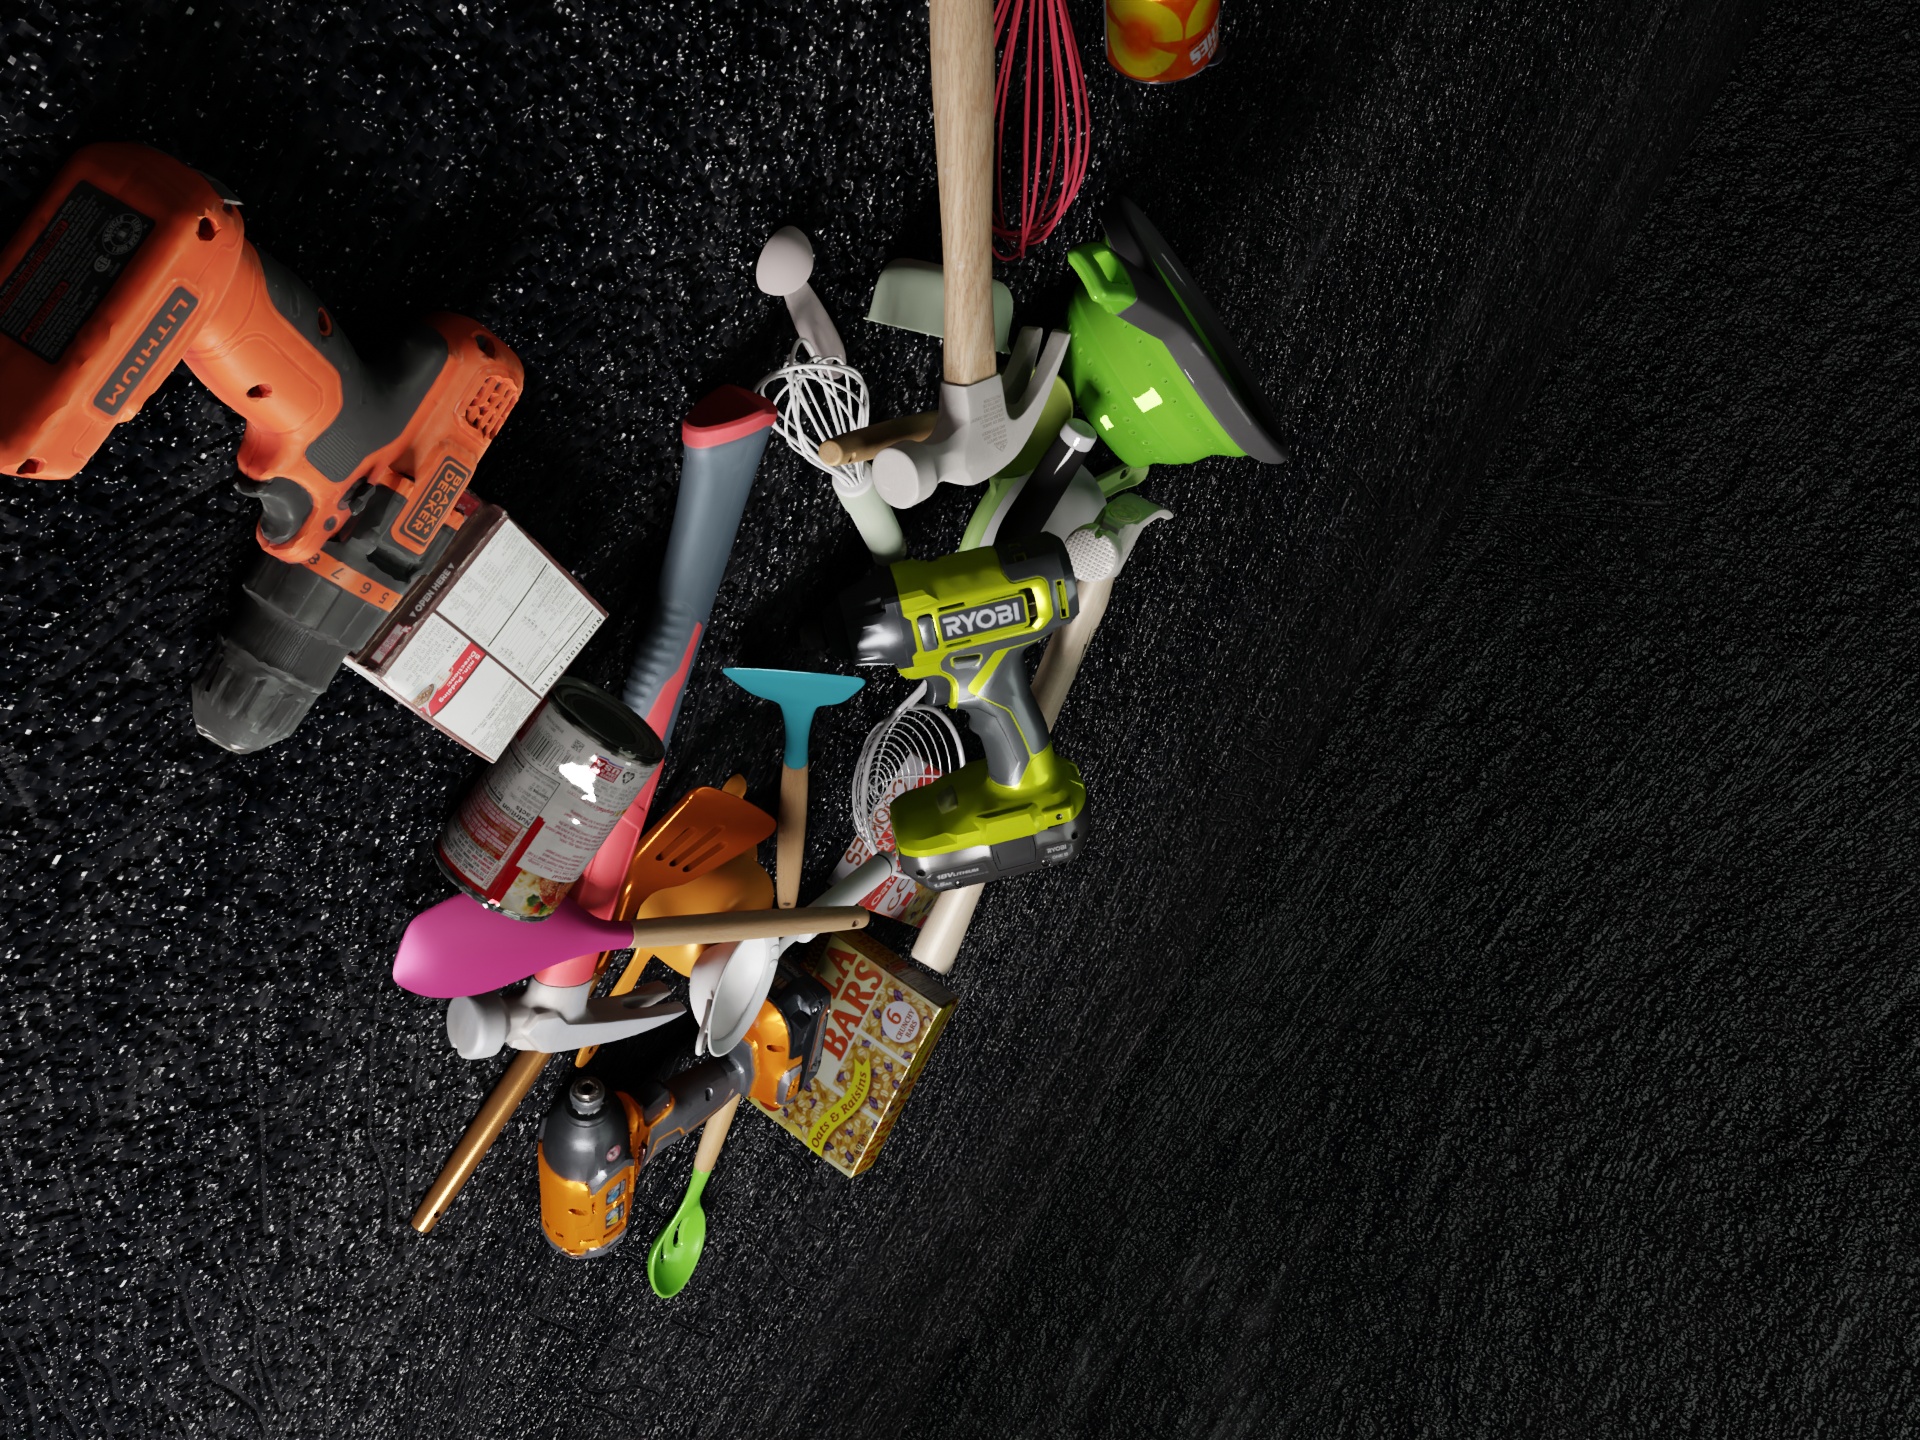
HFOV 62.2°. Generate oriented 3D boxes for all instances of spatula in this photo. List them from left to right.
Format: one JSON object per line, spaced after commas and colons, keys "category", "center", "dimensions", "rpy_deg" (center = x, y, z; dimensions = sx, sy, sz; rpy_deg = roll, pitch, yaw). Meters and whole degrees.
{"category": "spatula", "center": [-0.230, 0.173, 0.953], "dimensions": [0.322, 0.041, 0.081], "rpy_deg": [-56, 143, -2]}
{"category": "spatula", "center": [-0.112, 0.050, 1.043], "dimensions": [0.317, 0.082, 0.044], "rpy_deg": [100, -8, -52]}

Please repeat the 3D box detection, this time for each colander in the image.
{"category": "colander", "center": [0.099, -0.227, 0.980], "dimensions": [0.094, 0.204, 0.397], "rpy_deg": [-32, 176, 20]}

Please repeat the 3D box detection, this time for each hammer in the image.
{"category": "hammer", "center": [-0.159, 0.011, 0.851], "dimensions": [0.143, 0.038, 0.386], "rpy_deg": [0, 118, -47]}
{"category": "hammer", "center": [0.004, -0.273, 0.745], "dimensions": [0.130, 0.031, 0.331], "rpy_deg": [-32, 131, -43]}
{"category": "hammer", "center": [0.050, 0.021, 1.190], "dimensions": [0.146, 0.038, 0.410], "rpy_deg": [-39, 155, -59]}

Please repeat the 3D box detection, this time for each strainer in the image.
{"category": "strainer", "center": [-0.108, 0.138, 1.030], "dimensions": [0.258, 0.050, 0.086], "rpy_deg": [-35, 141, -53]}
{"category": "strainer", "center": [0.094, -0.148, 1.205], "dimensions": [0.256, 0.069, 0.151], "rpy_deg": [-33, 148, -47]}

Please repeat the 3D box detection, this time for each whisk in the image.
{"category": "whisk", "center": [-0.063, -0.140, 0.896], "dimensions": [0.246, 0.059, 0.058], "rpy_deg": [62, 19, -71]}
{"category": "whisk", "center": [0.036, -0.370, 0.785], "dimensions": [0.073, 0.073, 0.295], "rpy_deg": [-40, 146, -41]}

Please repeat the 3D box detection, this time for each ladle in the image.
{"category": "ladle", "center": [-0.004, -0.161, 0.900], "dimensions": [0.078, 0.062, 0.320], "rpy_deg": [-59, 172, 22]}

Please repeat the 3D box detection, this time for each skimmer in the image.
{"category": "skimmer", "center": [0.020, -0.039, 1.091], "dimensions": [0.127, 0.090, 0.363], "rpy_deg": [-29, 157, -50]}

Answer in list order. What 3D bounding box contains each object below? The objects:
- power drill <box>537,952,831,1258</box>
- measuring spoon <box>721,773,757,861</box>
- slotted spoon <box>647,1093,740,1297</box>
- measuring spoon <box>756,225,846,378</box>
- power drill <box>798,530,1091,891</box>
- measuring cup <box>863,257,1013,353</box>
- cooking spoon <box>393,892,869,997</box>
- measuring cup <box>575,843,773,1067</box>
{"category": "power drill", "center": [-0.193, 0.251, 1.095], "dimensions": [0.226, 0.084, 0.164], "rpy_deg": [-36, 150, -38]}
{"category": "measuring spoon", "center": [-0.143, 0.072, 1.052], "dimensions": [0.021, 0.011, 0.116], "rpy_deg": [-47, 157, -28]}
{"category": "slotted spoon", "center": [-0.199, 0.337, 1.279], "dimensions": [0.070, 0.031, 0.313], "rpy_deg": [-21, 136, -59]}
{"category": "measuring spoon", "center": [-0.073, -0.206, 0.810], "dimensions": [0.034, 0.018, 0.124], "rpy_deg": [-56, 160, -9]}
{"category": "power drill", "center": [-0.002, -0.003, 1.032], "dimensions": [0.171, 0.080, 0.223], "rpy_deg": [-14, 124, -3]}
{"category": "measuring cup", "center": [0.000, -0.233, 0.895], "dimensions": [0.167, 0.083, 0.038], "rpy_deg": [-46, 151, -73]}
{"category": "cooking spoon", "center": [-0.165, 0.117, 0.884], "dimensions": [0.318, 0.017, 0.068], "rpy_deg": [3, 115, -49]}
{"category": "measuring cup", "center": [-0.183, 0.159, 1.022], "dimensions": [0.173, 0.052, 0.095], "rpy_deg": [-59, 160, -6]}
